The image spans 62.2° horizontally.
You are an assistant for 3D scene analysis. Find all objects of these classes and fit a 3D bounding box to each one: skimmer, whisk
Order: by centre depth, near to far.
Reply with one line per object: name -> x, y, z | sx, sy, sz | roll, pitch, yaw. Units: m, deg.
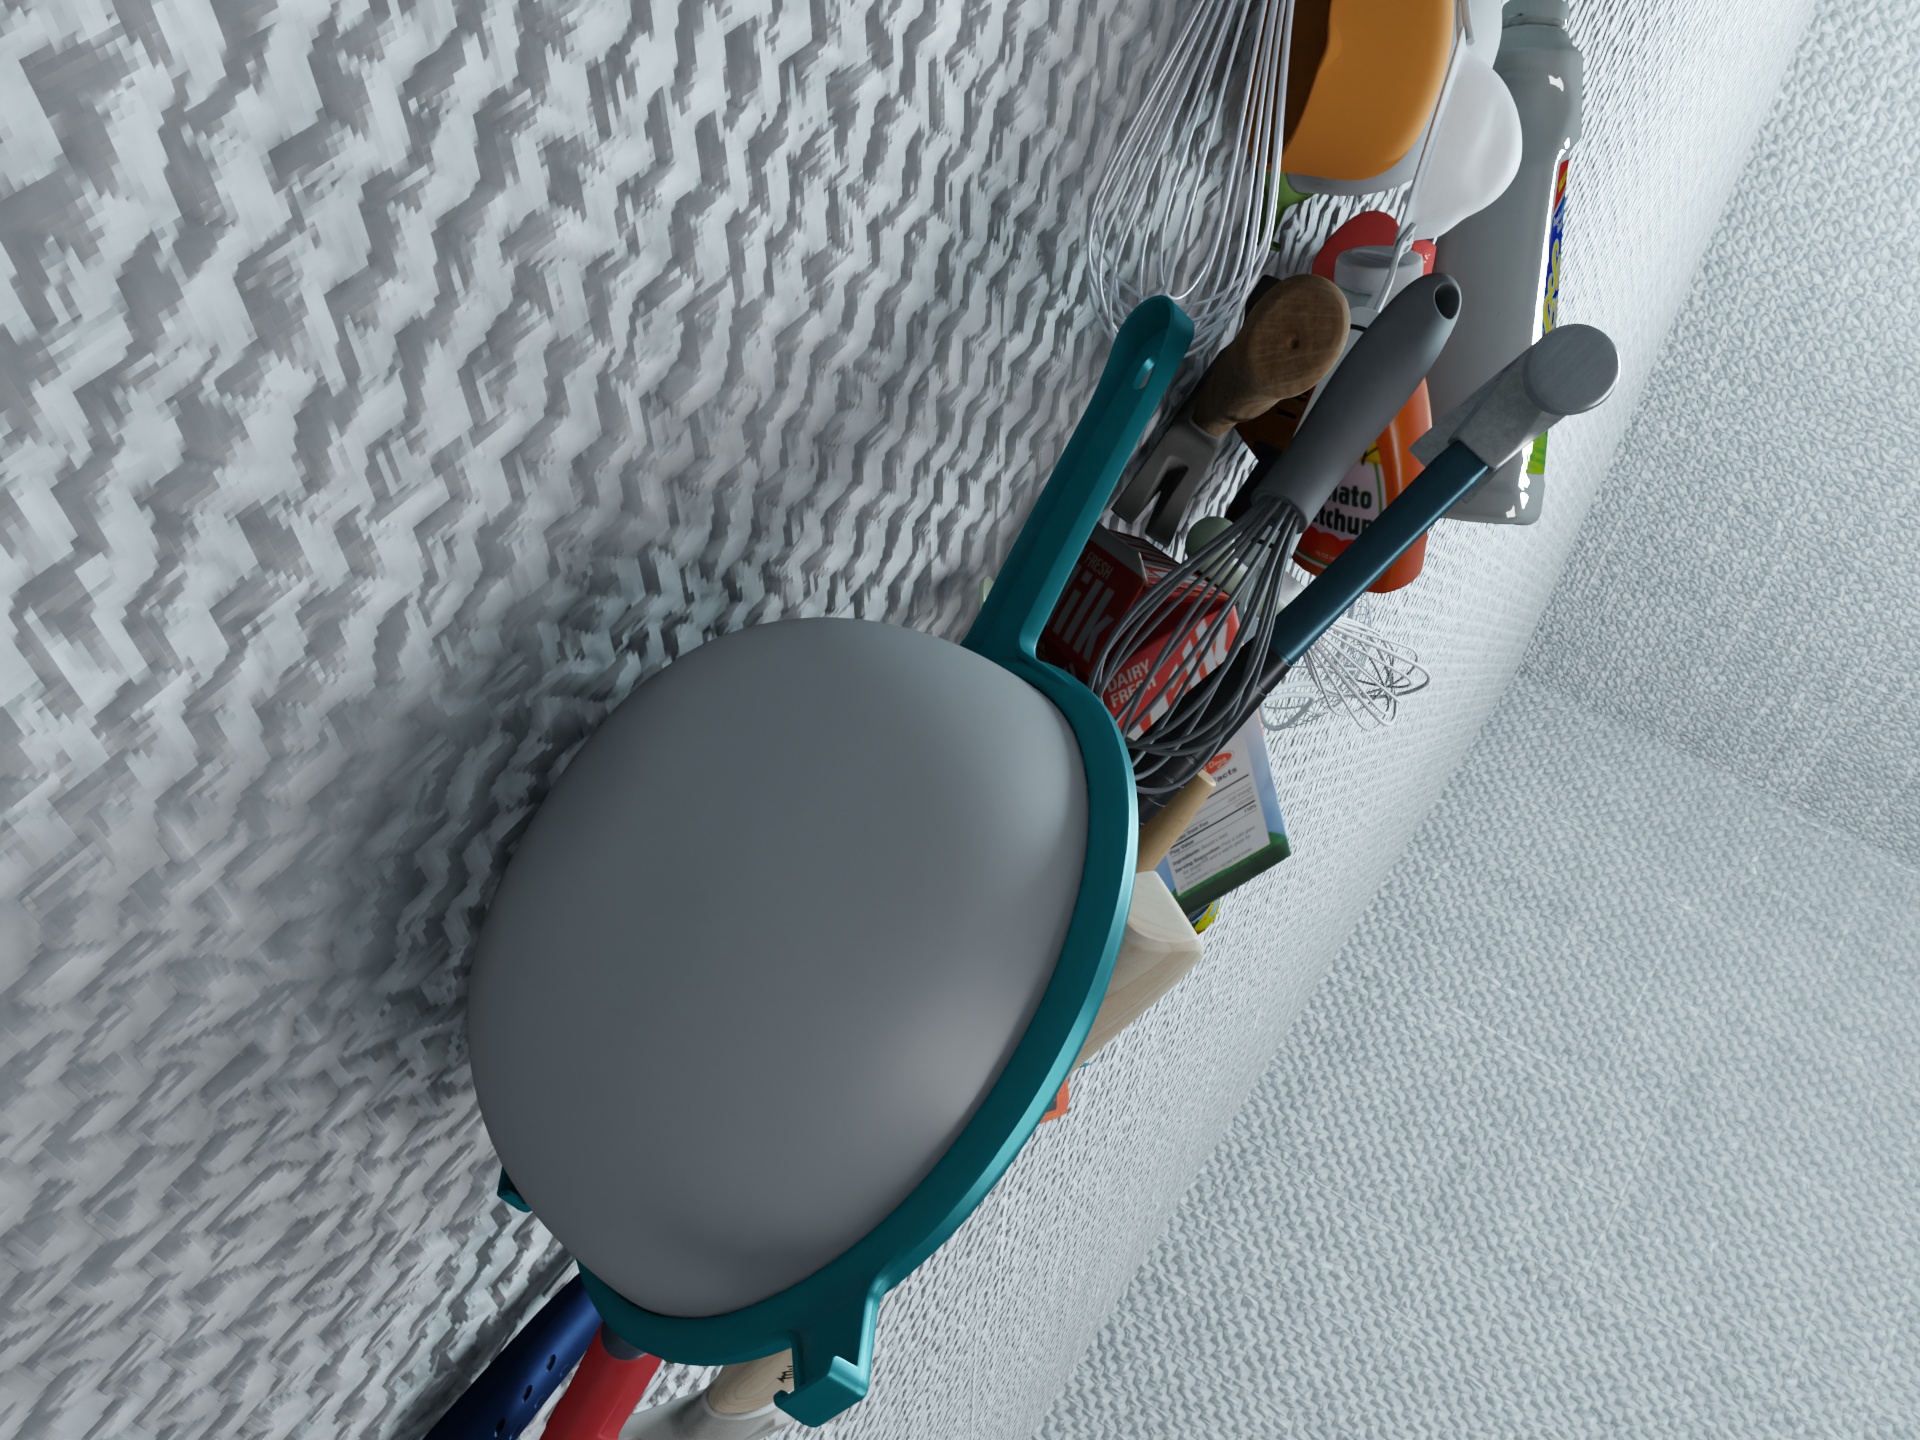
whisk -> 0.100, -0.258, 0.529 | 0.070, 0.070, 0.284 | -22, 132, -59
whisk -> 0.114, -0.072, 0.554 | 0.239, 0.055, 0.055 | -53, 158, -18
whisk -> 0.169, -0.046, 0.768 | 0.246, 0.059, 0.058 | 26, 62, -53
skimmer -> 0.165, -0.031, 1.018 | 0.363, 0.090, 0.127 | -13, 139, -50

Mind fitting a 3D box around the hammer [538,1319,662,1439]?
hammer -> -0.108, 0.214, 0.557 | 0.386, 0.038, 0.143 | -61, 165, 14

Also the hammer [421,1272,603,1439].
hammer -> -0.132, 0.206, 0.620 | 0.405, 0.035, 0.144 | -48, 157, -31

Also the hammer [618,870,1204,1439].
hammer -> -0.036, 0.199, 0.627 | 0.146, 0.038, 0.410 | -3, 139, -39

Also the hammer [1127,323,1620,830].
hammer -> 0.112, -0.018, 0.617 | 0.331, 0.033, 0.128 | -46, 177, 12

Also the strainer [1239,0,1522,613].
strainer -> 0.164, -0.159, 0.618 | 0.258, 0.050, 0.087 | -66, 168, 2

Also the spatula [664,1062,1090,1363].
spatula -> -0.045, 0.256, 0.876 | 0.082, 0.044, 0.317 | -22, -173, 42

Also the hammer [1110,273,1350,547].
hammer -> 0.105, -0.125, 0.599 | 0.130, 0.031, 0.331 | -57, 180, 9

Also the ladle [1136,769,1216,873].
ladle -> 0.006, 0.139, 0.719 | 0.320, 0.062, 0.078 | -55, -162, 21

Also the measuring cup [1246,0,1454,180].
measuring cup -> 0.151, -0.283, 0.570 | 0.095, 0.052, 0.173 | -105, -156, -67

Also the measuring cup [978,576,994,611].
measuring cup -> -0.001, -0.002, 0.572 | 0.038, 0.083, 0.168 | -28, -151, 18

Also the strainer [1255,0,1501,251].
strainer -> 0.188, -0.312, 0.637 | 0.151, 0.069, 0.256 | -52, 160, -21

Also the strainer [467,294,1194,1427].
strainer -> -0.034, -0.006, 0.436 | 0.095, 0.211, 0.340 | 38, 70, -29

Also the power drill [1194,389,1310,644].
power drill -> 0.159, -0.067, 0.847 | 0.226, 0.084, 0.185 | -57, 146, -2

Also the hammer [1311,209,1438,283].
hammer -> 0.240, -0.236, 0.868 | 0.359, 0.037, 0.149 | -34, 148, -61
